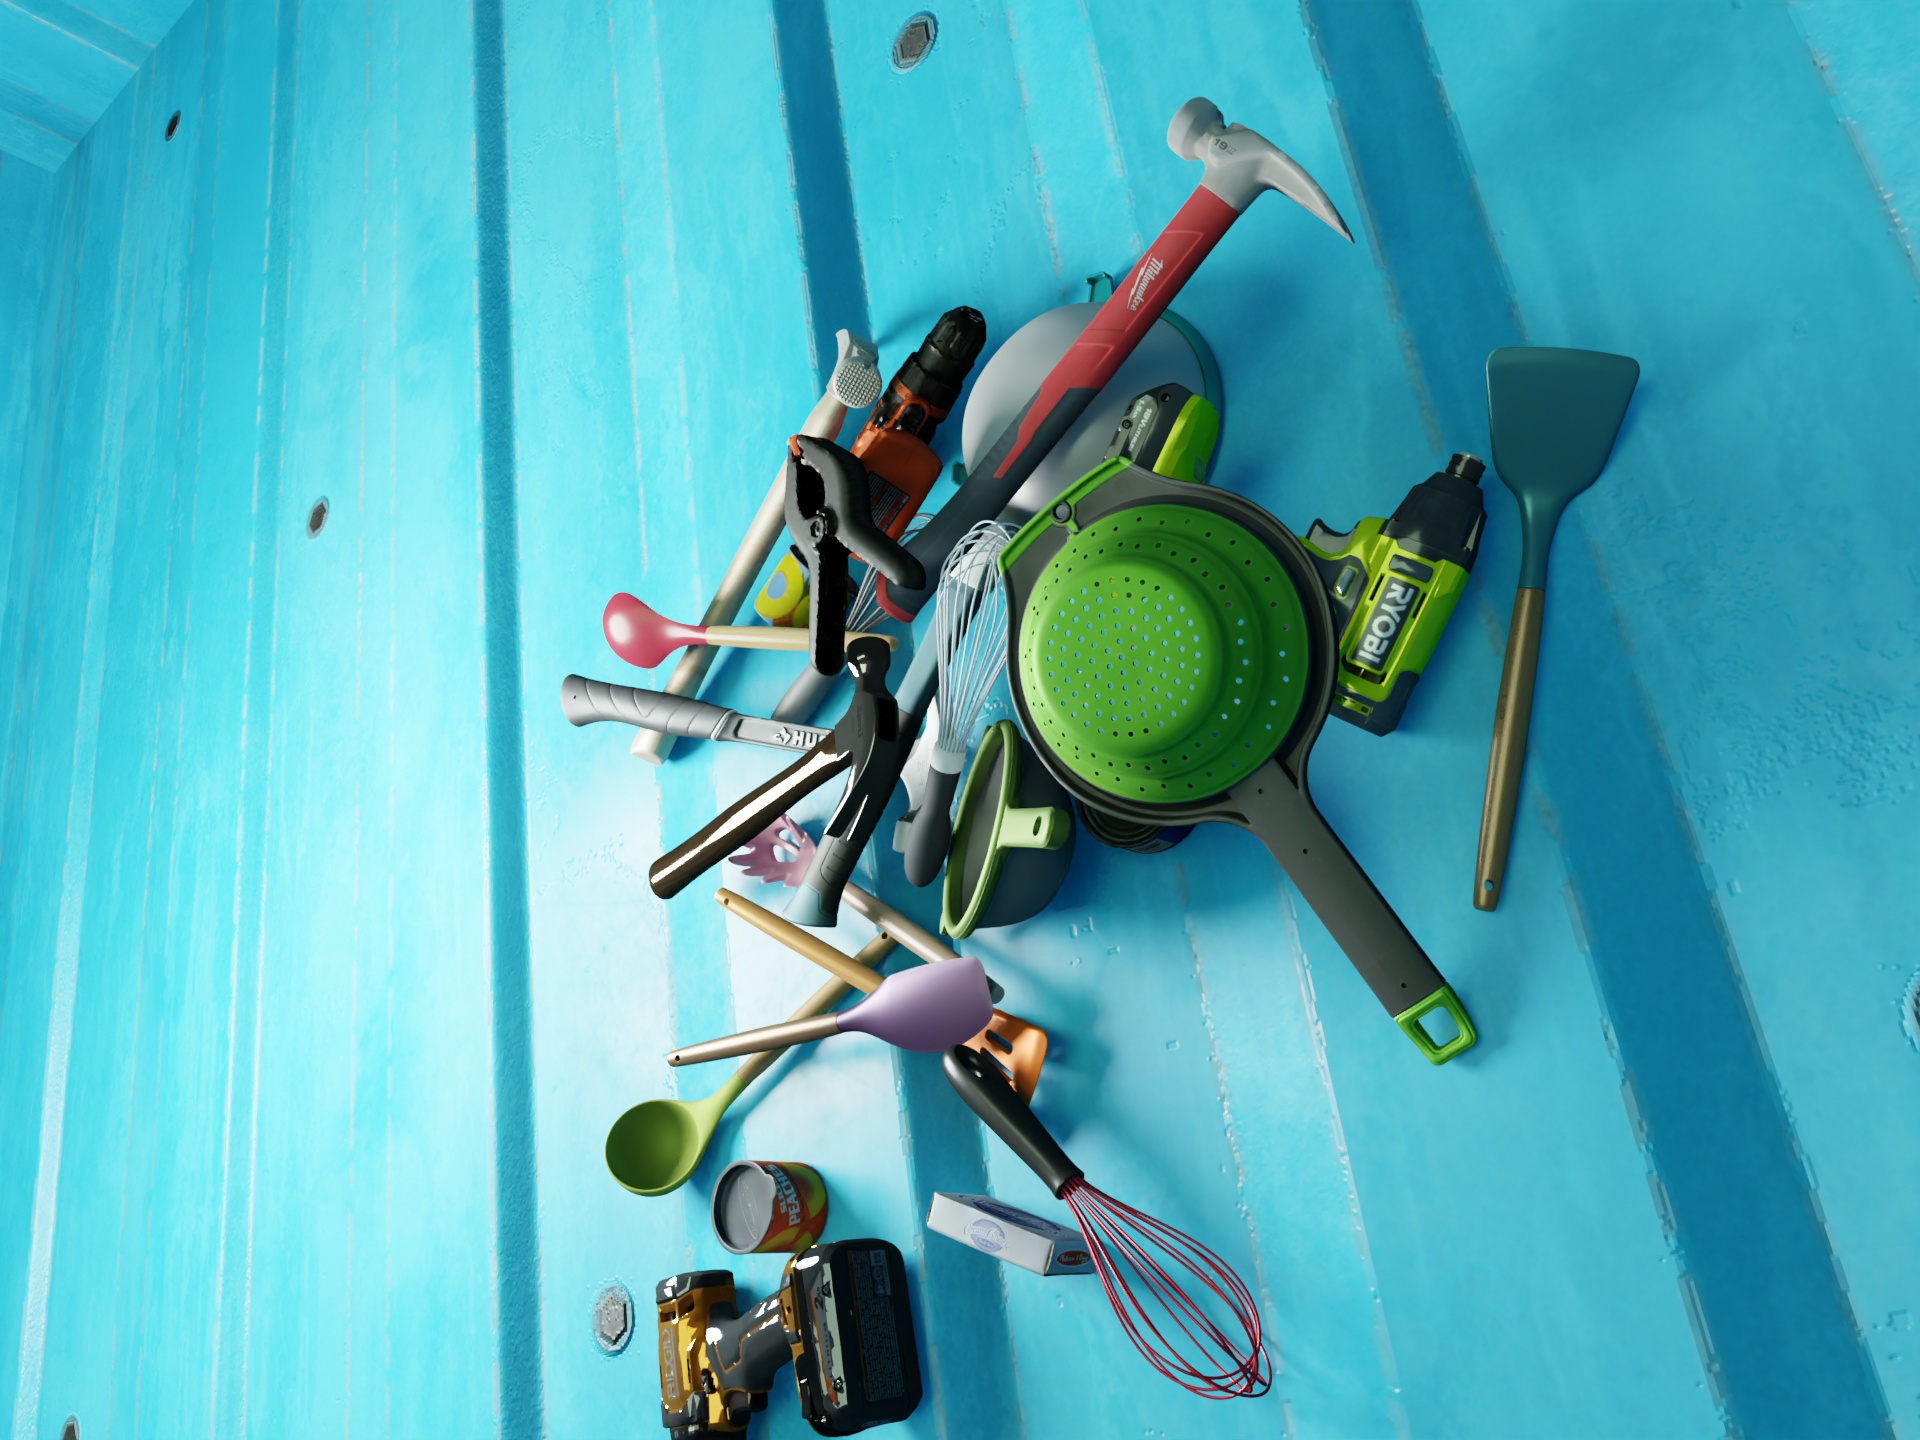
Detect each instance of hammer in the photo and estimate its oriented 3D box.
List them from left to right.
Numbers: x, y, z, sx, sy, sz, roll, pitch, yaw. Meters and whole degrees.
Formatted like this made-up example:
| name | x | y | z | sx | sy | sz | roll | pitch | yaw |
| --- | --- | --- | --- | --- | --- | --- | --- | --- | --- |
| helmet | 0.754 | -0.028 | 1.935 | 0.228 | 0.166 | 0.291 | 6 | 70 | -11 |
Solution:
| name | x | y | z | sx | sy | sz | roll | pitch | yaw |
| --- | --- | --- | --- | --- | --- | --- | --- | --- | --- |
| hammer | -0.173 | 0.001 | 1.270 | 0.409 | 0.036 | 0.149 | 9 | 89 | 34 |
| hammer | -0.177 | -0.139 | 1.345 | 0.410 | 0.038 | 0.146 | -58 | 18 | 19 |
| hammer | -0.147 | 0.066 | 1.186 | 0.331 | 0.031 | 0.130 | -35 | 51 | 44 |
| hammer | -0.043 | 0.006 | 1.140 | 0.128 | 0.033 | 0.331 | 32 | 101 | 34 |
| hammer | 0.082 | -0.208 | 1.038 | 0.143 | 0.038 | 0.386 | 47 | 107 | 25 |

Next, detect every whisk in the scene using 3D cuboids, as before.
| name | x | y | z | sx | sy | sz | roll | pitch | yaw |
| --- | --- | --- | --- | --- | --- | --- | --- | --- | --- |
| whisk | -0.083 | -0.068 | 1.257 | 0.239 | 0.055 | 0.055 | -50 | 50 | 25 |
| whisk | -0.001 | -0.004 | 1.069 | 0.070 | 0.070 | 0.284 | 42 | 130 | 41 |
| whisk | 0.080 | 0.299 | 0.975 | 0.296 | 0.073 | 0.073 | 42 | 105 | 38 |

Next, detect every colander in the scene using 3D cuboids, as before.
| name | x | y | z | sx | sy | sz | roll | pitch | yaw |
| --- | --- | --- | --- | --- | --- | --- | --- | --- | --- |
| colander | 0.152 | 0.028 | 0.892 | 0.204 | 0.094 | 0.397 | -39 | 78 | 21 |

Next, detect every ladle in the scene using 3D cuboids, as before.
| name | x | y | z | sx | sy | sz | roll | pitch | yaw |
| --- | --- | --- | --- | --- | --- | --- | --- | --- | --- |
| ladle | -0.179 | -0.067 | 1.271 | 0.315 | 0.031 | 0.069 | 4 | 117 | 34 |
| ladle | -0.157 | 0.255 | 1.215 | 0.320 | 0.062 | 0.078 | -45 | 54 | 19 |

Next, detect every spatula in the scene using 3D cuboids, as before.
| name | x | y | z | sx | sy | sz | roll | pitch | yaw |
| --- | --- | --- | --- | --- | --- | --- | --- | --- | --- |
| spatula | -0.102 | 0.223 | 1.145 | 0.316 | 0.018 | 0.060 | -18 | 80 | 35 |
| spatula | -0.067 | 0.190 | 1.143 | 0.323 | 0.041 | 0.081 | 24 | 100 | 32 |
| spatula | 0.317 | -0.050 | 0.896 | 0.082 | 0.044 | 0.317 | 8 | 84 | 15 |

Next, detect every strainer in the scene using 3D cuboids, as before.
| name | x | y | z | sx | sy | sz | roll | pitch | yaw |
| --- | --- | --- | --- | --- | --- | --- | --- | --- | --- |
| strainer | 0.051 | 0.075 | 1.018 | 0.256 | 0.069 | 0.151 | 161 | 122 | -77 |
| strainer | 0.103 | -0.174 | 1.087 | 0.211 | 0.095 | 0.341 | -52 | 49 | 16 |

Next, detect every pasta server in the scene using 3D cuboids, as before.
| name | x | y | z | sx | sy | sz | roll | pitch | yaw |
| --- | --- | --- | --- | --- | --- | --- | --- | --- | --- |
| pasta server | -0.076 | 0.135 | 1.174 | 0.316 | 0.040 | 0.060 | 27 | 96 | 47 |

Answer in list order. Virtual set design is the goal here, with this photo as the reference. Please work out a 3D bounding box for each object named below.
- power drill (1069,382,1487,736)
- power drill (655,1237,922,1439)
| name | x | y | z | sx | sy | sz | roll | pitch | yaw |
| --- | --- | --- | --- | --- | --- | --- | --- | --- | --- |
| power drill | 0.194 | -0.112 | 0.967 | 0.223 | 0.080 | 0.171 | 26 | 96 | 19 |
| power drill | -0.130 | 0.468 | 1.112 | 0.226 | 0.084 | 0.185 | -29 | 60 | 37 |
